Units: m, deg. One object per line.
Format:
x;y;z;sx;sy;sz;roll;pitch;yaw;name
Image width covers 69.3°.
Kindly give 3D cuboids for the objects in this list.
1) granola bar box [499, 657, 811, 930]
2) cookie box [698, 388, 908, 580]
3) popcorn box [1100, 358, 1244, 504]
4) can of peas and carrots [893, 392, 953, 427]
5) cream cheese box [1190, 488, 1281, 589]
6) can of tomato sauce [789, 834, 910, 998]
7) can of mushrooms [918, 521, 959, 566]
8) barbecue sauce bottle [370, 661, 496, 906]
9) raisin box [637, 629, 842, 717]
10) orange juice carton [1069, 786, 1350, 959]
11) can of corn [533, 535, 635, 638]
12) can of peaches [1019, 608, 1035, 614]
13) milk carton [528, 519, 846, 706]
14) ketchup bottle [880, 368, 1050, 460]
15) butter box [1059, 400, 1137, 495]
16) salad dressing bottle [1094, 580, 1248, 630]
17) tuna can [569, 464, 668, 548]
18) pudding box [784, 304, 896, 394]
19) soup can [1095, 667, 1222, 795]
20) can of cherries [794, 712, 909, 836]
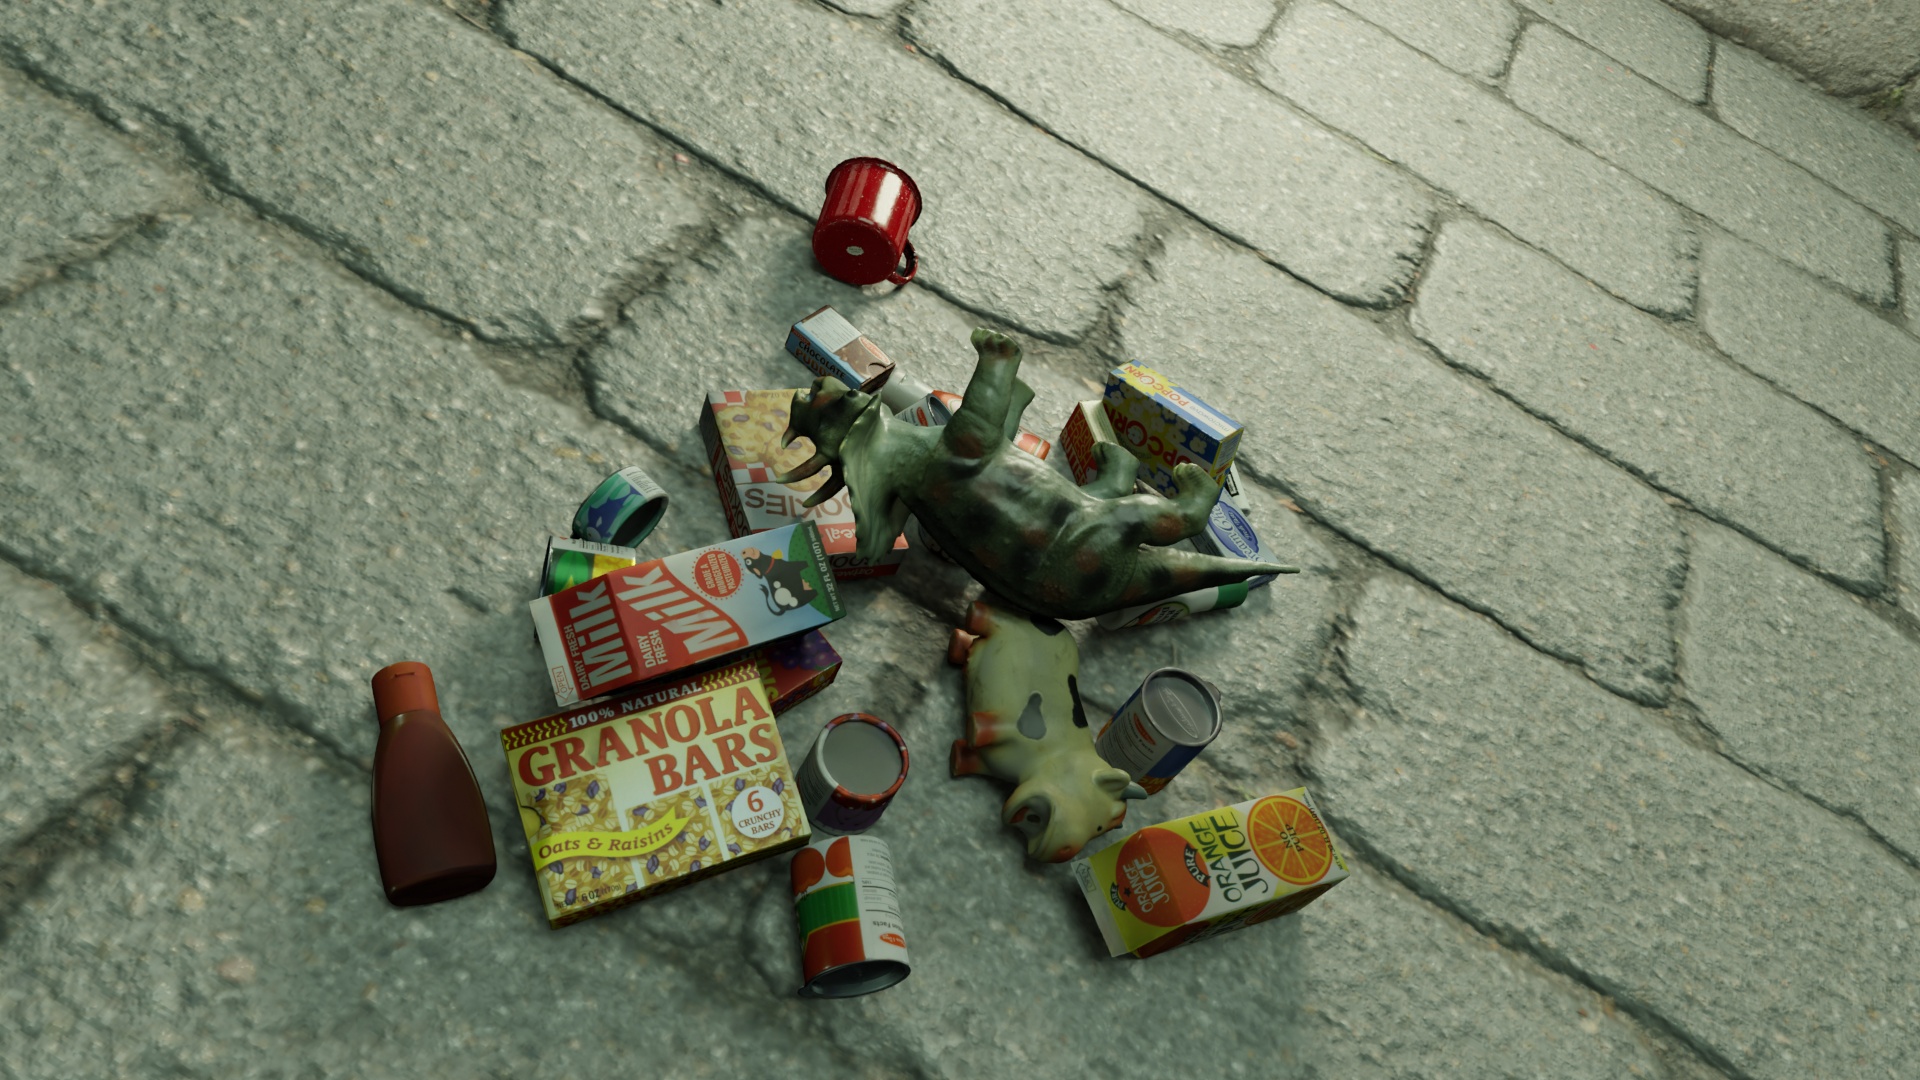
-0.191;0.156;0.874;0.166;0.039;0.124;-15;69;-18;granola bar box
-0.126;-0.044;1.095;0.123;0.040;0.168;-5;56;-27;cookie box
0.179;-0.091;1.218;0.038;0.084;0.127;-29;54;-36;popcorn box
-0.030;-0.076;1.134;0.071;0.058;0.071;53;17;-23;can of peas and carrots
0.235;-0.003;1.236;0.053;0.024;0.104;-17;63;-32;cream cheese box
-0.073;0.239;0.881;0.071;0.070;0.083;3;53;-23;can of tomato sauce
0.004;-0.014;1.134;0.071;0.033;0.071;12;50;-15;can of mushrooms
-0.330;0.145;0.851;0.065;0.043;0.149;-7;57;-29;barbecue sauce bottle
-0.157;0.090;0.976;0.124;0.039;0.086;-30;70;-37;raisin box
0.172;0.239;0.985;0.193;0.072;0.072;-7;58;-28;orange juice carton
-0.258;0.036;0.956;0.058;0.070;0.071;9;51;-18;can of corn
0.066;0.022;1.109;0.071;0.071;0.058;-26;68;-37;can of peaches
-0.180;0.048;0.909;0.191;0.073;0.072;-15;83;-33;milk carton
0.001;-0.094;1.188;0.149;0.043;0.065;30;45;1;ketchup bottle
0.120;-0.069;1.216;0.024;0.052;0.104;-3;55;-23;butter box
0.176;0.044;1.150;0.148;0.064;0.044;-5;68;-36;salad dressing bottle
-0.246;-0.017;1.003;0.033;0.070;0.071;40;49;8;tuna can
-0.104;-0.161;1.201;0.084;0.030;0.050;41;48;10;pudding box
0.150;0.143;1.042;0.071;0.083;0.072;13;51;-16;soup can
-0.072;0.159;0.947;0.071;0.058;0.072;12;51;-15;can of cherries
